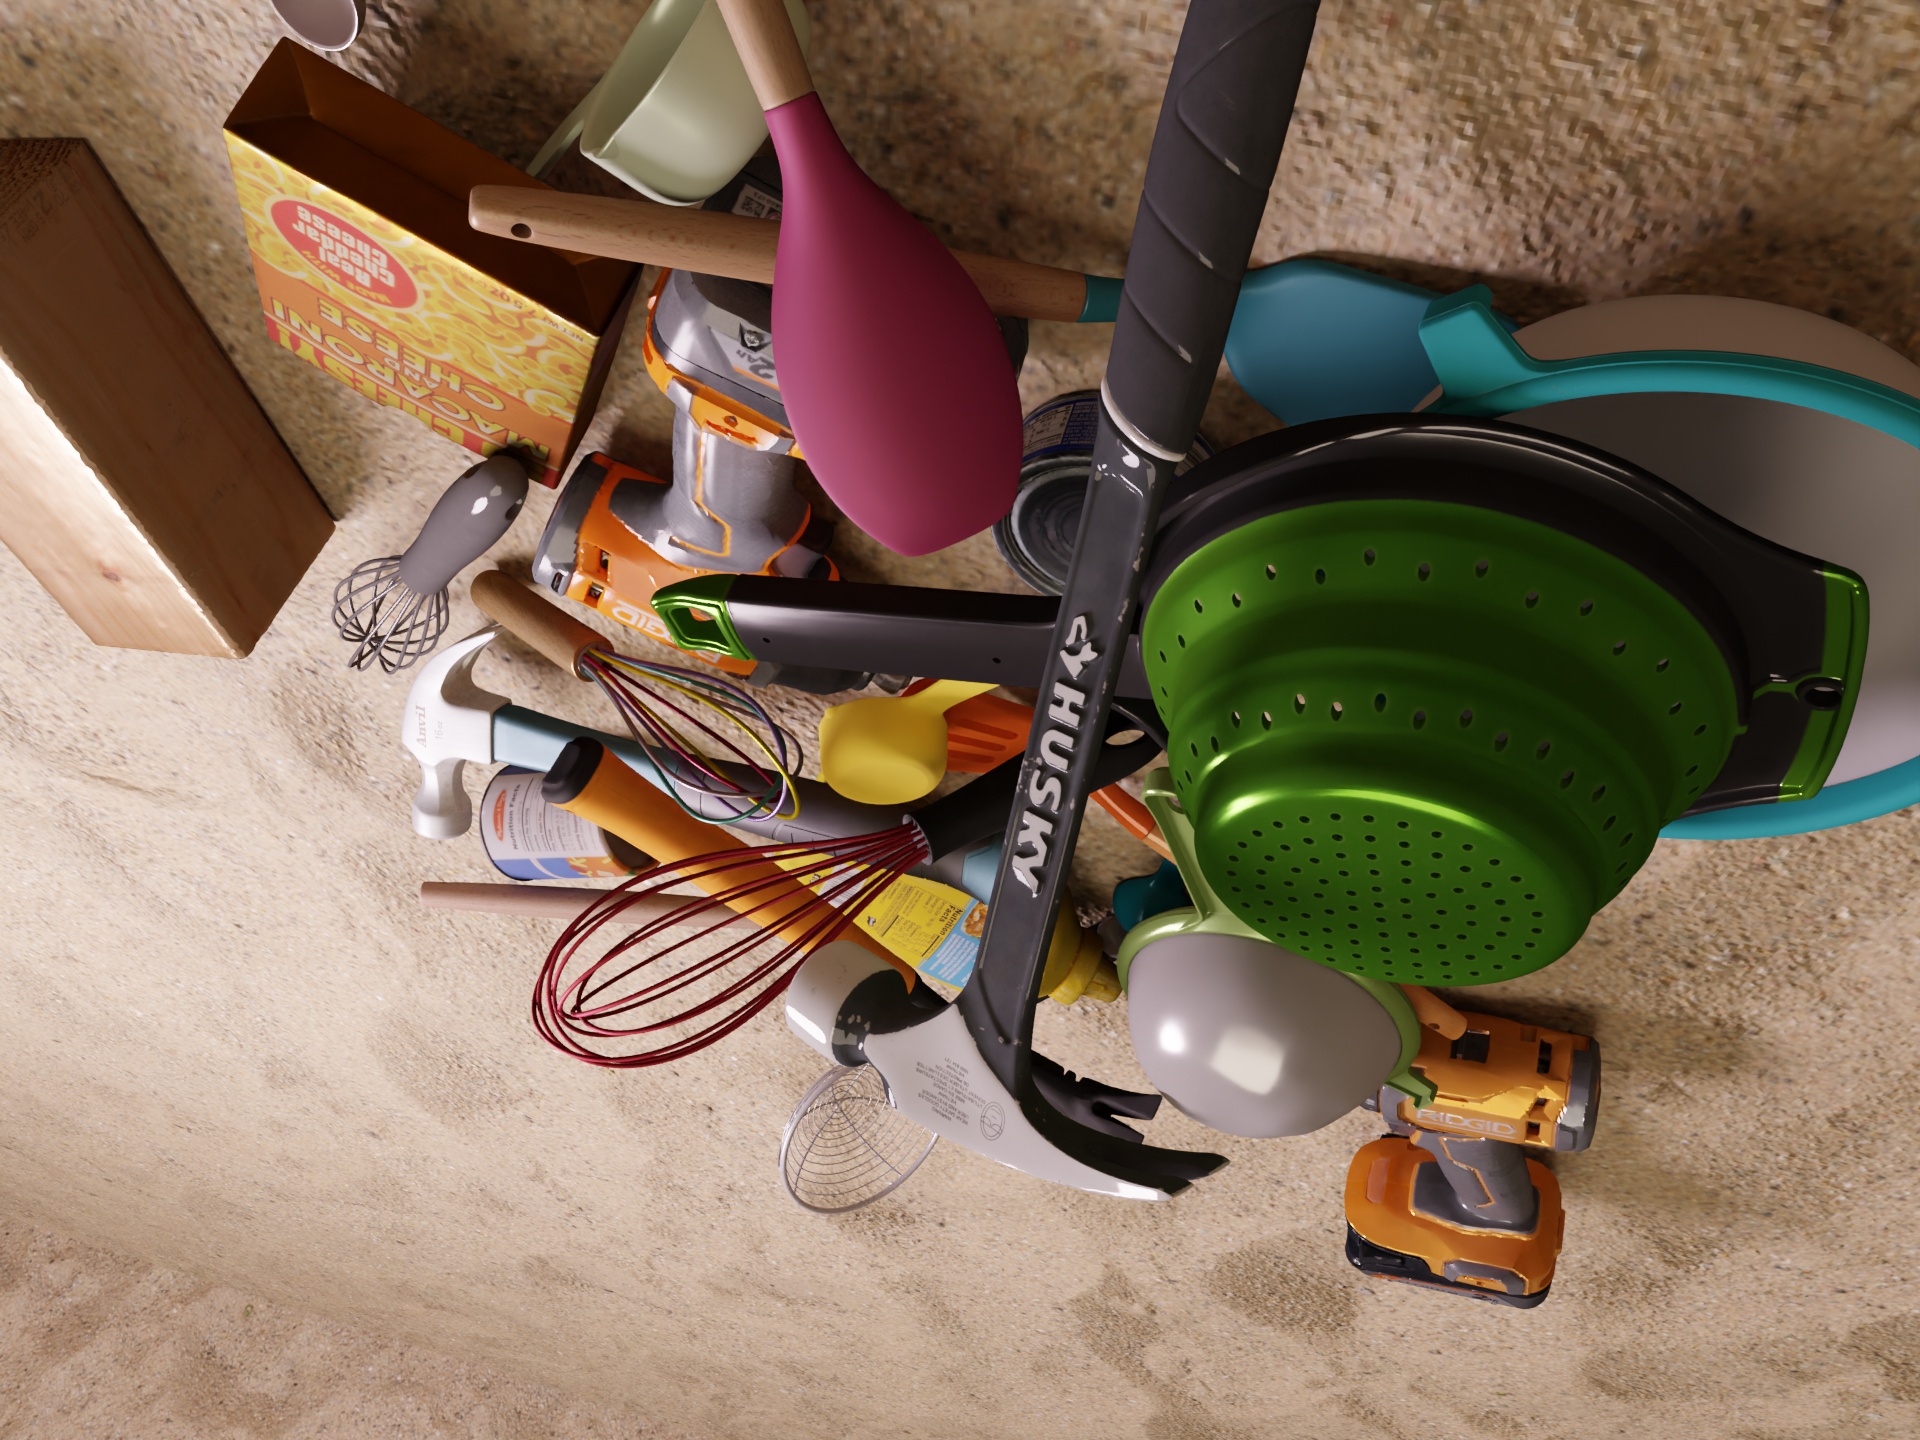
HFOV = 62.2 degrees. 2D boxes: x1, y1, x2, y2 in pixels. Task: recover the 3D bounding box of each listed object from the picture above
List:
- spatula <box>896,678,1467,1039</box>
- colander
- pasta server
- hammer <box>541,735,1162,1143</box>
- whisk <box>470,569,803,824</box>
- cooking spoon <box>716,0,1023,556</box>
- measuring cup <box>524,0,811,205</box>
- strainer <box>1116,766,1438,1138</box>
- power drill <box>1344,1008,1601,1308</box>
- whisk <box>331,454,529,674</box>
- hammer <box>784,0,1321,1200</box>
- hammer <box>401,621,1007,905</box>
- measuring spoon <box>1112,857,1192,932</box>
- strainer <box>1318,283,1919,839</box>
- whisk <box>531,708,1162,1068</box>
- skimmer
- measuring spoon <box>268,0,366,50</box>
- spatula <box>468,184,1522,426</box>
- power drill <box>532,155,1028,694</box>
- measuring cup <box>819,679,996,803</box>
[{"bbox_3d":[0.105,0.070,0.747,0.322,0.041,0.081,33,143,-7],"label":"spatula"},{"bbox_3d":[0.058,0.007,0.505,0.397,0.095,0.204,6,145,24],"label":"colander"},{"bbox_3d":[-0.137,0.114,0.878,0.316,0.040,0.060,5,179,-5],"label":"pasta server"},{"bbox_3d":[-0.048,0.108,0.727,0.336,0.034,0.127,39,162,-33],"label":"hammer"},{"bbox_3d":[-0.145,-0.015,0.680,0.245,0.051,0.047,29,175,40],"label":"whisk"},{"bbox_3d":[-0.056,-0.189,0.419,0.069,0.017,0.318,-25,113,-6],"label":"cooking spoon"},{"bbox_3d":[-0.101,-0.185,0.505,0.038,0.083,0.167,30,160,-29],"label":"measuring cup"},{"bbox_3d":[0.121,0.125,0.730,0.151,0.069,0.256,3,141,30],"label":"strainer"},{"bbox_3d":[0.252,0.234,0.889,0.185,0.084,0.226,6,139,21],"label":"power drill"},{"bbox_3d":[-0.232,-0.068,0.699,0.055,0.055,0.239,34,151,-21],"label":"whisk"},{"bbox_3d":[0.047,-0.059,0.421,0.149,0.036,0.408,26,113,35],"label":"hammer"},{"bbox_3d":[-0.119,0.033,0.761,0.331,0.033,0.128,14,116,14],"label":"hammer"},{"bbox_3d":[0.108,0.079,0.790,0.042,0.021,0.128,20,145,-2],"label":"measuring spoon"},{"bbox_3d":[0.214,-0.025,0.546,0.211,0.095,0.340,17,150,7],"label":"strainer"},{"bbox_3d":[-0.034,0.056,0.648,0.073,0.296,0.073,50,154,35],"label":"whisk"},{"bbox_3d":[0.003,0.218,0.968,0.127,0.090,0.363,0,154,-35],"label":"skimmer"},{"bbox_3d":[-0.239,-0.263,0.501,0.124,0.018,0.034,38,141,-15],"label":"measuring spoon"},{"bbox_3d":[0.014,-0.127,0.488,0.317,0.044,0.082,4,149,-17],"label":"spatula"},{"bbox_3d":[-0.061,-0.085,0.601,0.164,0.084,0.226,25,148,-13],"label":"power drill"},{"bbox_3d":[-0.001,-0.002,0.659,0.062,0.029,0.156,22,145,-35],"label":"measuring cup"}]
